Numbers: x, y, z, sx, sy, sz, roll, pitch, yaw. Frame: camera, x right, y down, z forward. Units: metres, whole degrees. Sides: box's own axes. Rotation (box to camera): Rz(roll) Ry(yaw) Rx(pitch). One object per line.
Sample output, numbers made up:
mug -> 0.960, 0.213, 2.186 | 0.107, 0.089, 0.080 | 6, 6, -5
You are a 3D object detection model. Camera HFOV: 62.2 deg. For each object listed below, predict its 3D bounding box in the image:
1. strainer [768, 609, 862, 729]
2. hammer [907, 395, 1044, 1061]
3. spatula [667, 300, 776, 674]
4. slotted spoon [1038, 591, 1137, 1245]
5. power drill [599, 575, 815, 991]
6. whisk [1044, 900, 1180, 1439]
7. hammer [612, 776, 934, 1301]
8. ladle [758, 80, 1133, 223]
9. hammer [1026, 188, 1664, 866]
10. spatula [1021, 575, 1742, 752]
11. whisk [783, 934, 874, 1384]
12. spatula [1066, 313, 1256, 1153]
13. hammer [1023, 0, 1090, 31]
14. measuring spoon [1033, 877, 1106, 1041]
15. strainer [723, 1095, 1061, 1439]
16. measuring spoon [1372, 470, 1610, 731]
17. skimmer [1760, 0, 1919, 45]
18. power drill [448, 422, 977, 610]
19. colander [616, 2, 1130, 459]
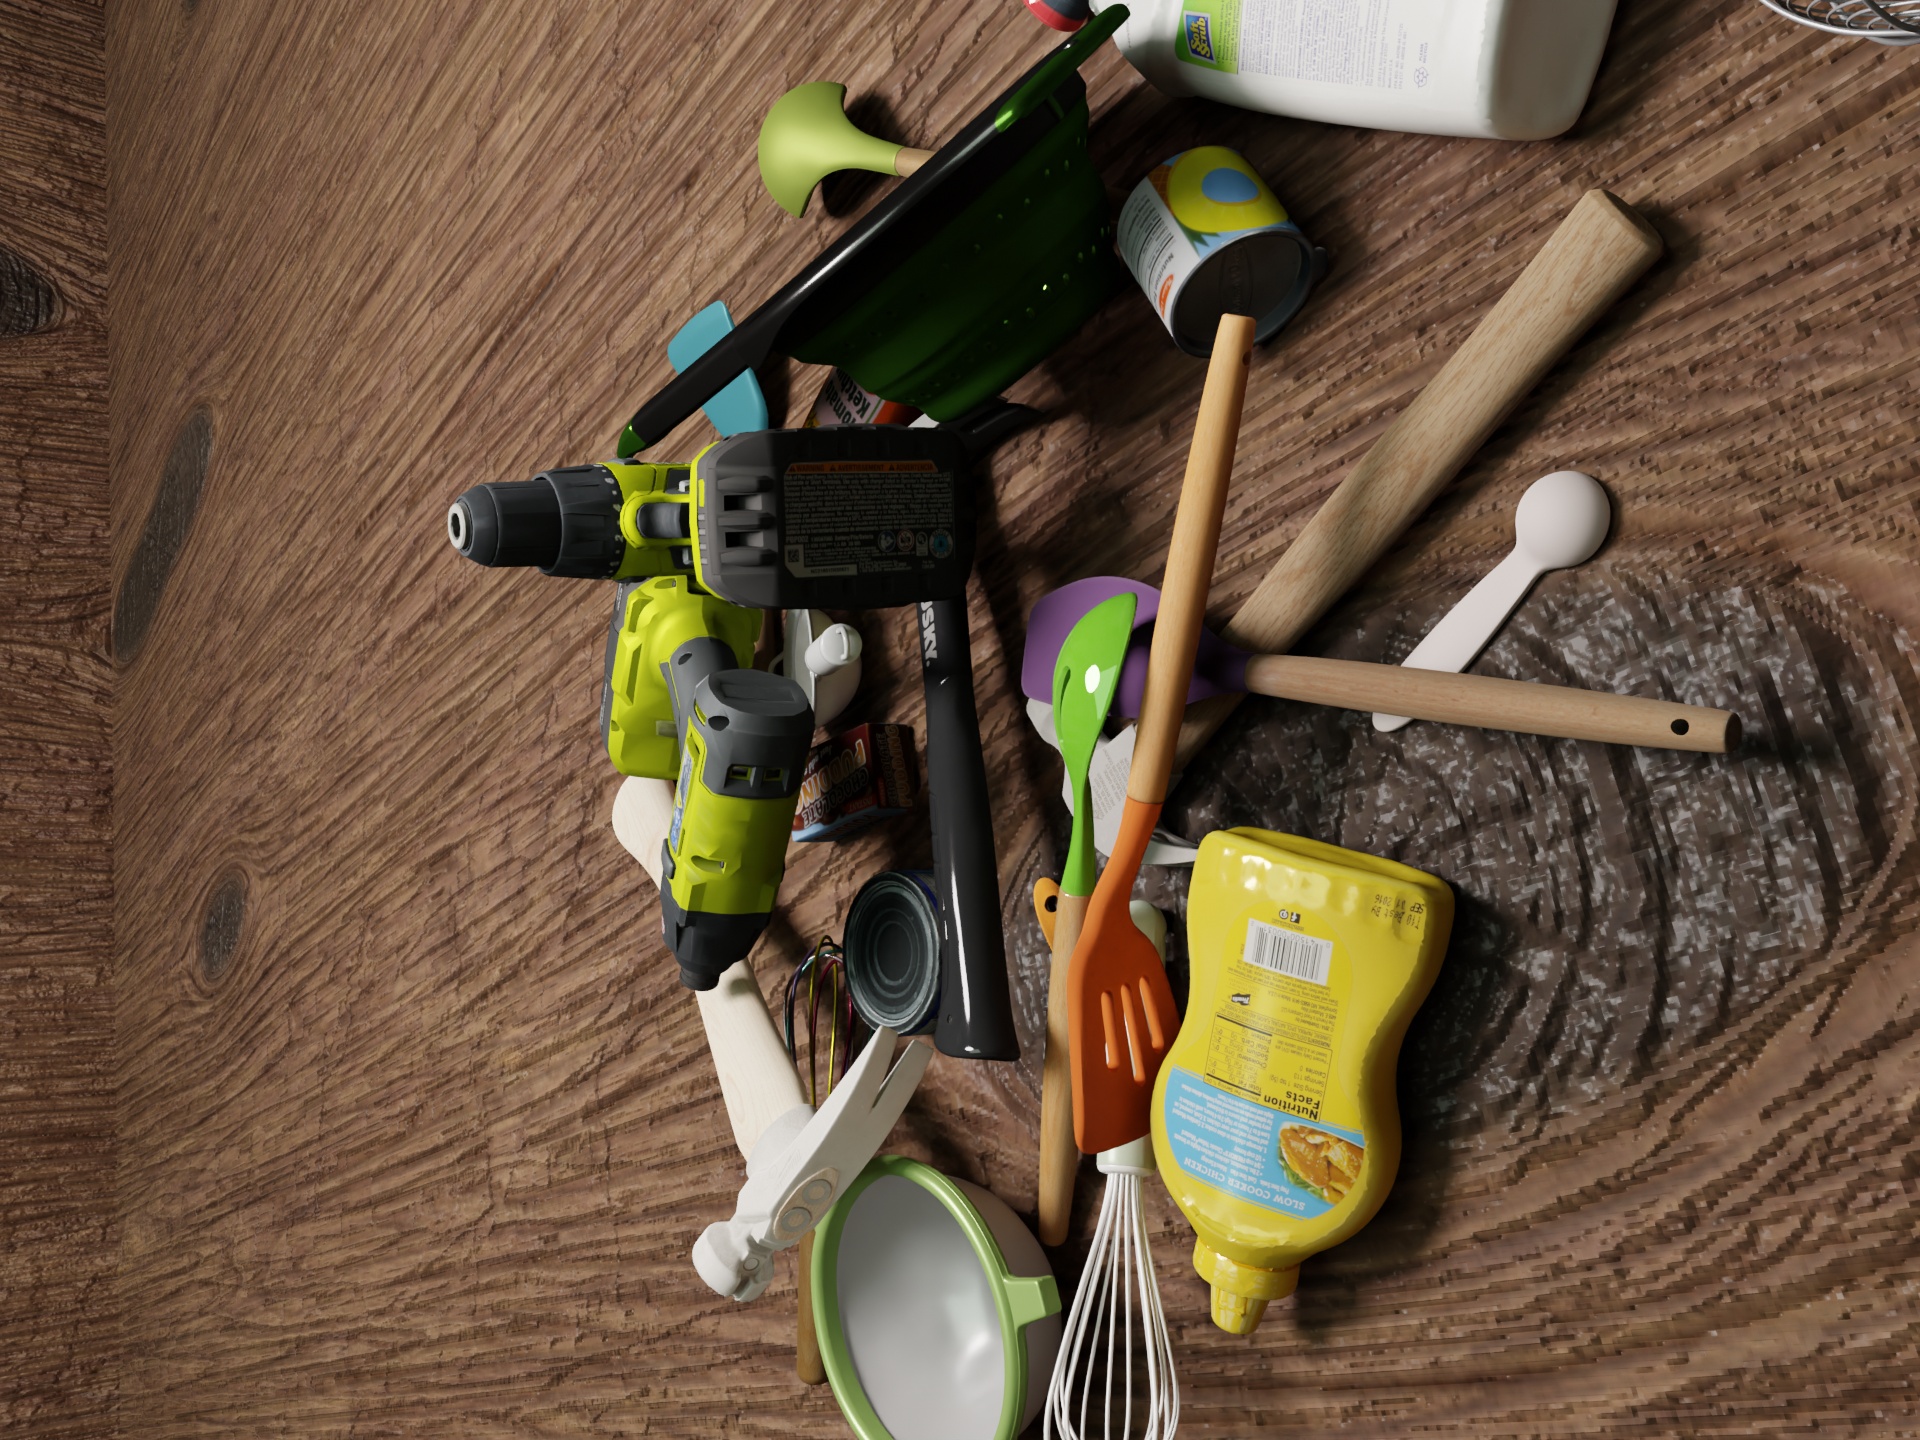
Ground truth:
strainer -> -0.069, -0.031, 0.821 | 0.258, 0.050, 0.087 | 174, 93, -81
hammer -> -0.001, -0.002, 0.755 | 0.146, 0.035, 0.335 | -38, 49, 48
spatula -> -0.135, -0.091, 0.966 | 0.082, 0.044, 0.318 | -18, 74, 53
slotted spoon -> 0.048, 0.096, 0.681 | 0.070, 0.031, 0.313 | -80, -7, -68
power drill -> -0.139, 0.020, 0.848 | 0.223, 0.080, 0.171 | -120, 40, -55
whisk -> 0.068, 0.195, 0.663 | 0.058, 0.059, 0.246 | -30, 50, 58
hammer -> -0.131, 0.120, 0.879 | 0.146, 0.038, 0.411 | -53, 32, 9
ladle -> -0.004, -0.286, 0.837 | 0.320, 0.062, 0.078 | 29, 102, 41
hammer -> 0.145, -0.061, 0.629 | 0.331, 0.031, 0.130 | -52, 49, 34
spatula -> 0.132, -0.018, 0.601 | 0.316, 0.018, 0.060 | 12, 95, 48
whisk -> -0.074, 0.239, 0.868 | 0.047, 0.051, 0.245 | -170, 81, -72
spatula -> 0.083, 0.010, 0.612 | 0.041, 0.081, 0.322 | 22, 111, 39
hammer -> 0.140, -0.434, 0.634 | 0.386, 0.038, 0.143 | -45, 25, 42
measuring spoon -> 0.061, 0.119, 0.733 | 0.021, 0.011, 0.117 | -43, 50, 20
strainer -> -0.031, 0.252, 0.781 | 0.257, 0.069, 0.151 | 38, 119, 44
measuring spoon -> 0.188, -0.040, 0.585 | 0.124, 0.018, 0.034 | -56, 48, 32
skimmer -> 0.236, -0.325, 0.497 | 0.090, 0.127, 0.364 | 114, 149, -49
power drill -> -0.120, -0.096, 0.762 | 0.229, 0.190, 0.080 | 9, 103, 52
colander -> -0.047, -0.181, 0.773 | 0.397, 0.094, 0.205 | -22, 26, 49
